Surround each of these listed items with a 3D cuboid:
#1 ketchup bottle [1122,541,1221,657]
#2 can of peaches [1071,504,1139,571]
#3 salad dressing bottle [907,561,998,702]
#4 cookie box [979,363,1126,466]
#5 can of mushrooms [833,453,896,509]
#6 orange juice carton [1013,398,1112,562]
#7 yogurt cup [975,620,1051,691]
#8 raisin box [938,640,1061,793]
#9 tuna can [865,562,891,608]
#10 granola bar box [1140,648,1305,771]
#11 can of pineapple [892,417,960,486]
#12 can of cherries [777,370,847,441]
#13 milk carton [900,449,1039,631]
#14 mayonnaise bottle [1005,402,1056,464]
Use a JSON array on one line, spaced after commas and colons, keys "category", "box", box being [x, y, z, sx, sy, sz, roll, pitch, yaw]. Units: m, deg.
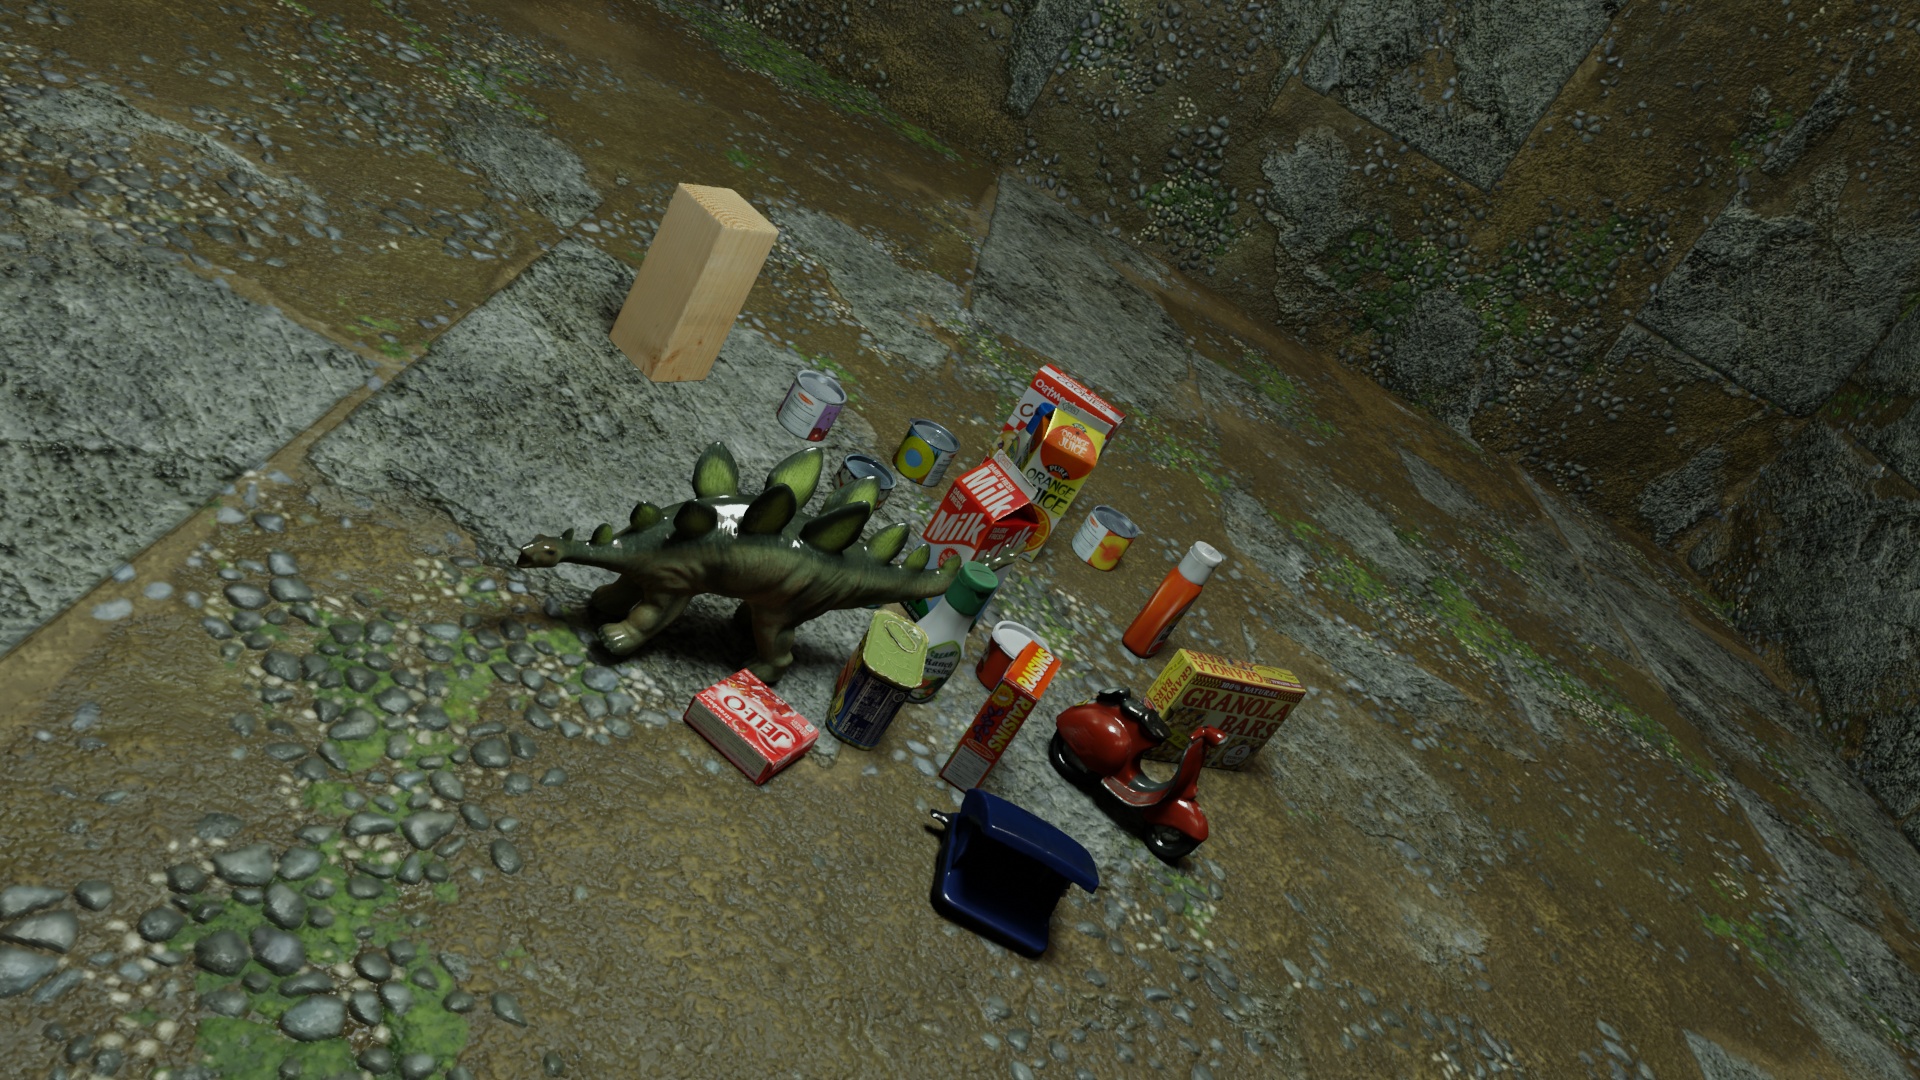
[{"category": "ketchup bottle", "box": [0.247, 0.068, 1.614, 0.043, 0.148, 0.065, 40, 27, 16]}, {"category": "can of peaches", "box": [0.185, -0.002, 1.772, 0.071, 0.057, 0.071, 25, 27, -14]}, {"category": "salad dressing bottle", "box": [-0.016, 0.085, 1.298, 0.064, 0.147, 0.044, 12, 32, -35]}, {"category": "cookie box", "box": [0.116, -0.125, 1.786, 0.123, 0.166, 0.040, 36, 26, 8]}, {"category": "can of mushrooms", "box": [-0.110, -0.066, 1.591, 0.071, 0.033, 0.071, 25, 27, -14]}, {"category": "orange juice carton", "box": [0.103, -0.077, 1.659, 0.072, 0.191, 0.073, 27, 26, -11]}, {"category": "yogurt cup", "box": [0.052, 0.124, 1.412, 0.072, 0.053, 0.073, 25, 27, -14]}, {"category": "raisin box", "box": [0.036, 0.160, 1.254, 0.040, 0.123, 0.086, 35, 26, 6]}, {"category": "tuna can", "box": [-0.099, 0.036, 1.425, 0.071, 0.032, 0.071, 25, 27, -14]}, {"category": "granola bar box", "box": [0.266, 0.182, 1.464, 0.166, 0.123, 0.039, 13, 32, -34]}, {"category": "can of pineapple", "box": [-0.044, -0.109, 1.710, 0.071, 0.057, 0.071, 25, 27, -14]}, {"category": "can of cherries", "box": [-0.176, -0.160, 1.655, 0.071, 0.058, 0.072, 25, 27, -14]}, {"category": "milk carton", "box": [0.013, 0.002, 1.427, 0.073, 0.189, 0.072, 3, 38, -46]}, {"category": "mayonnaise bottle", "box": [0.078, -0.103, 1.730, 0.041, 0.147, 0.065, 23, 27, -18]}]
